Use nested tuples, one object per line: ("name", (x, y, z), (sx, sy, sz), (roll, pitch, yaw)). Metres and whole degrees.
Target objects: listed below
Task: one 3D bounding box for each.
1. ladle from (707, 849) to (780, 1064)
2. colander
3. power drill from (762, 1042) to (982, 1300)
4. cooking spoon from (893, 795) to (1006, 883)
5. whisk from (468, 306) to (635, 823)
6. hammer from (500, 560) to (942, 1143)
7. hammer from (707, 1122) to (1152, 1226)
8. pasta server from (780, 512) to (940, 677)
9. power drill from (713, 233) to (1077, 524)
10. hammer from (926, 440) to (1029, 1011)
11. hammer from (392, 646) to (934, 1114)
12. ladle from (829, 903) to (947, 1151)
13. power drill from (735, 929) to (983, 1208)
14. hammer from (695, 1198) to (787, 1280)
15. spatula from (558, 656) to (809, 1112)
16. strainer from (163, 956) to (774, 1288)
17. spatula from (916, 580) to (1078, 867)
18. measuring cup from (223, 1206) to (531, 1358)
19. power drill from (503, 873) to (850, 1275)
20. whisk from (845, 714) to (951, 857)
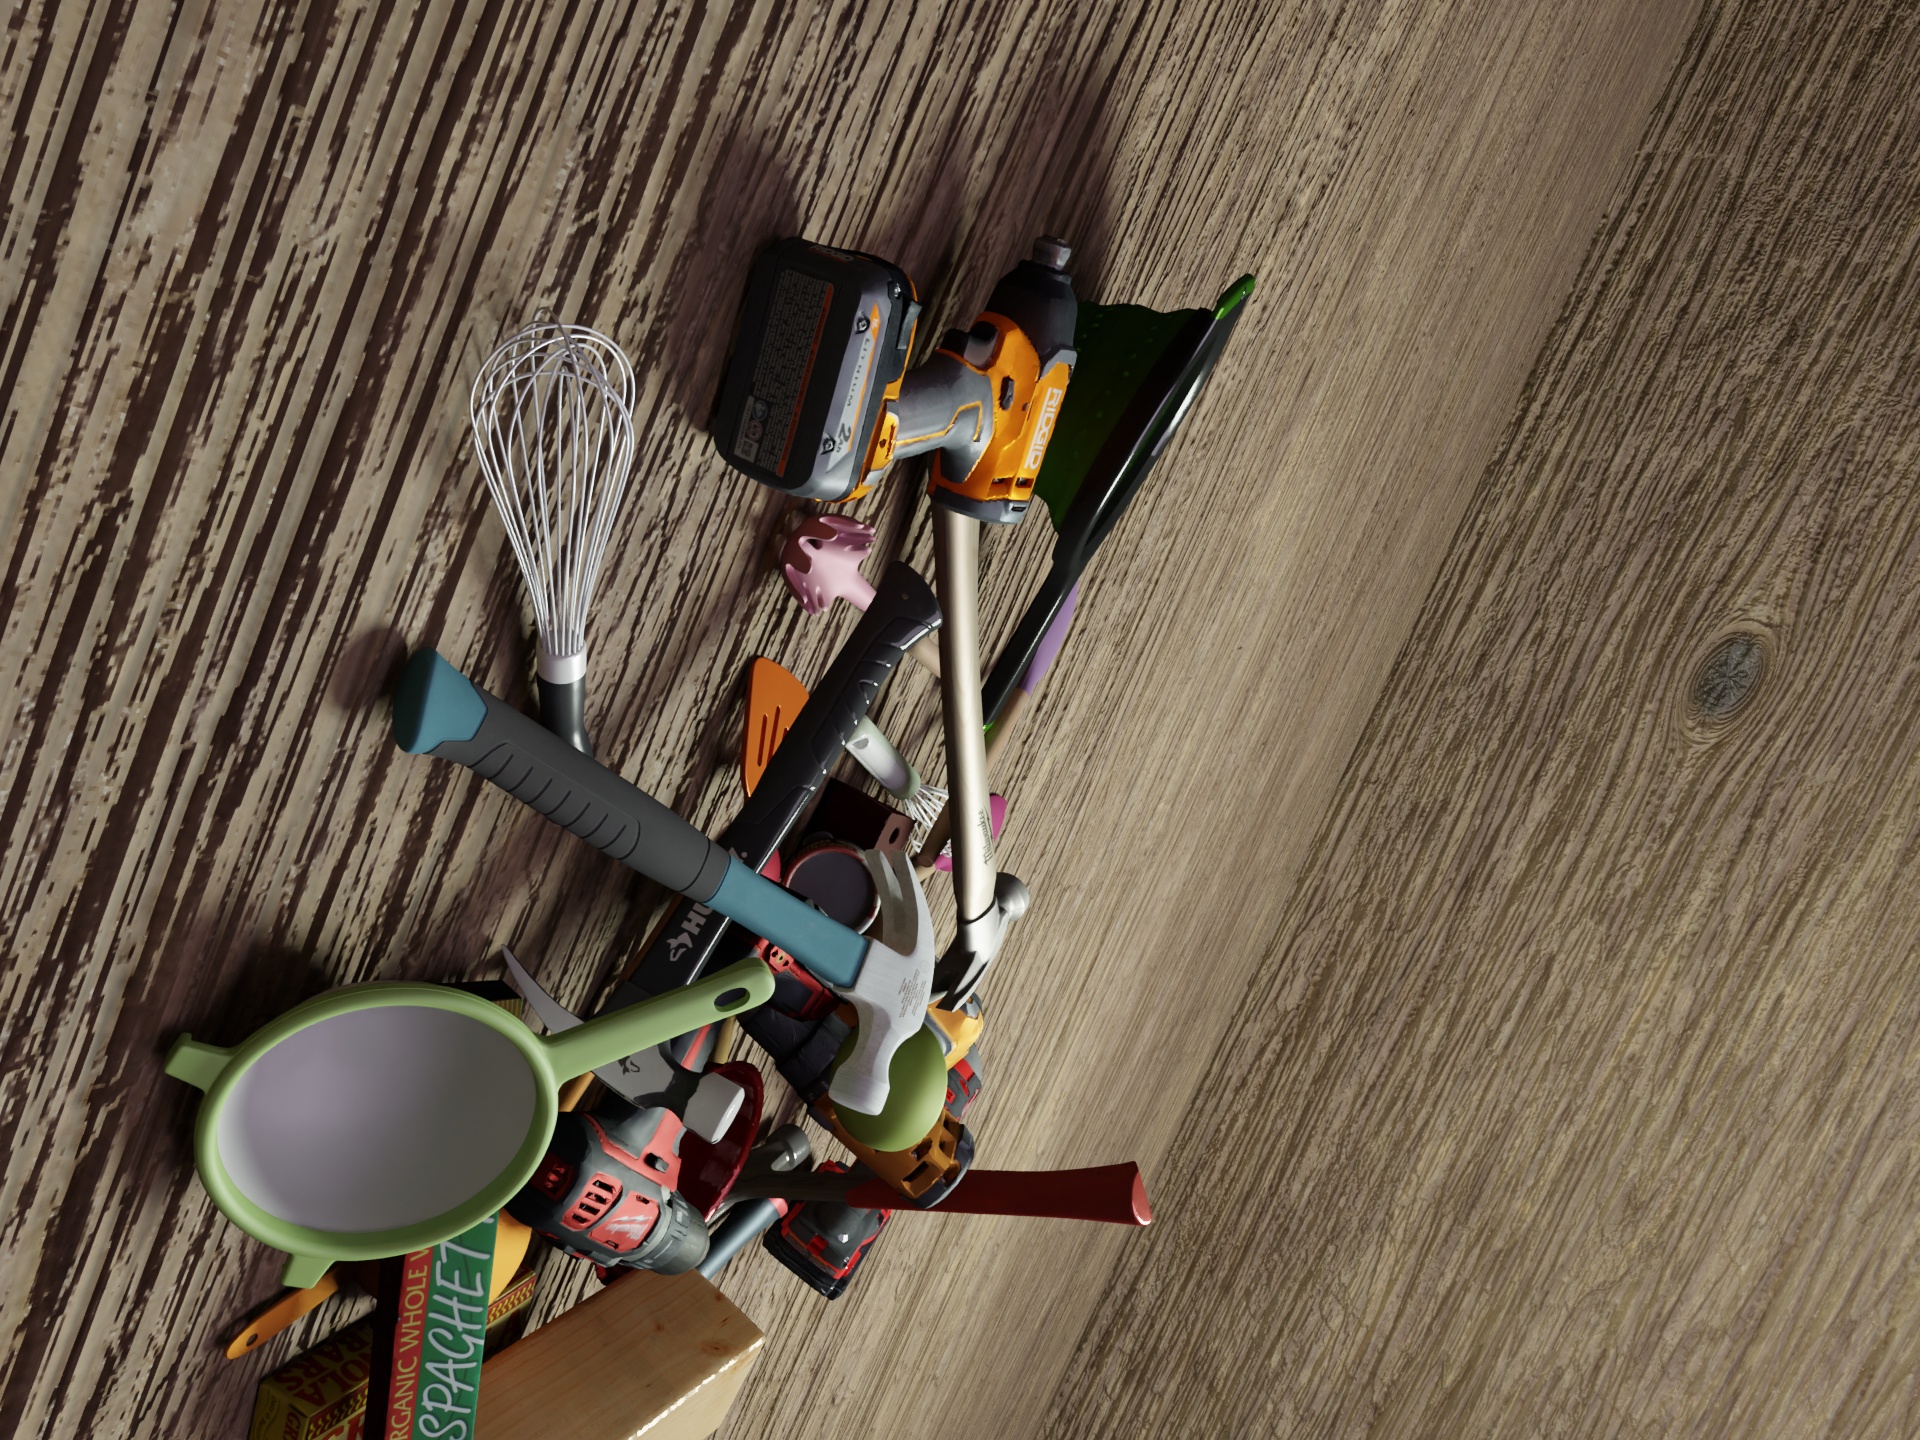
("ladle", (-0.161, 0.202, 1.064), (0.069, 0.031, 0.315), (-37, 148, -55))
("colander", (0.056, -0.147, 1.092), (0.397, 0.094, 0.204), (-60, 174, 31))
("power drill", (-0.059, 0.348, 1.285), (0.219, 0.078, 0.143), (-56, 174, 22))
("cooking spoon", (-0.038, 0.122, 1.254), (0.319, 0.017, 0.068), (-25, 135, -58))
("whisk", (-0.180, -0.054, 0.715), (0.070, 0.070, 0.284), (-42, 154, -42))
("hammer", (-0.109, 0.047, 0.870), (0.335, 0.146, 0.035), (-59, 173, -21))
("hammer", (-0.036, 0.326, 1.090), (0.149, 0.359, 0.036), (-29, 106, -54))
("pasta server", (-0.044, -0.064, 1.015), (0.060, 0.040, 0.316), (-53, 158, -1))
("power drill", (-0.017, -0.191, 0.851), (0.226, 0.084, 0.164), (-7, 120, -55))
("hammer", (-0.002, -0.003, 1.054), (0.146, 0.038, 0.410), (-50, 142, -54))
("hammer", (-0.130, 0.070, 0.764), (0.330, 0.033, 0.128), (39, 62, -36))
("ladle", (-0.045, 0.173, 1.034), (0.078, 0.062, 0.320), (-55, -170, 12))
("power drill", (-0.067, 0.214, 1.101), (0.084, 0.185, 0.226), (-44, -172, 13))
("hammer", (-0.243, 0.445, 1.106), (0.143, 0.038, 0.386), (-51, 171, 31))
("spatula", (-0.176, 0.114, 0.944), (0.322, 0.041, 0.081), (-58, 157, -3))
("strainer", (-0.215, 0.149, 0.732), (0.256, 0.069, 0.151), (-19, 123, -15))
("spatula", (0.036, -0.002, 1.223), (0.059, 0.018, 0.316), (93, 20, -45))
("measuring cup", (-0.295, 0.295, 0.830), (0.173, 0.052, 0.095), (-24, 135, -60))
("power drill", (-0.150, 0.210, 0.916), (0.227, 0.080, 0.187), (-57, 149, -18))
("whisk", (-0.038, 0.050, 1.144), (0.058, 0.059, 0.246), (-25, 151, 7))
